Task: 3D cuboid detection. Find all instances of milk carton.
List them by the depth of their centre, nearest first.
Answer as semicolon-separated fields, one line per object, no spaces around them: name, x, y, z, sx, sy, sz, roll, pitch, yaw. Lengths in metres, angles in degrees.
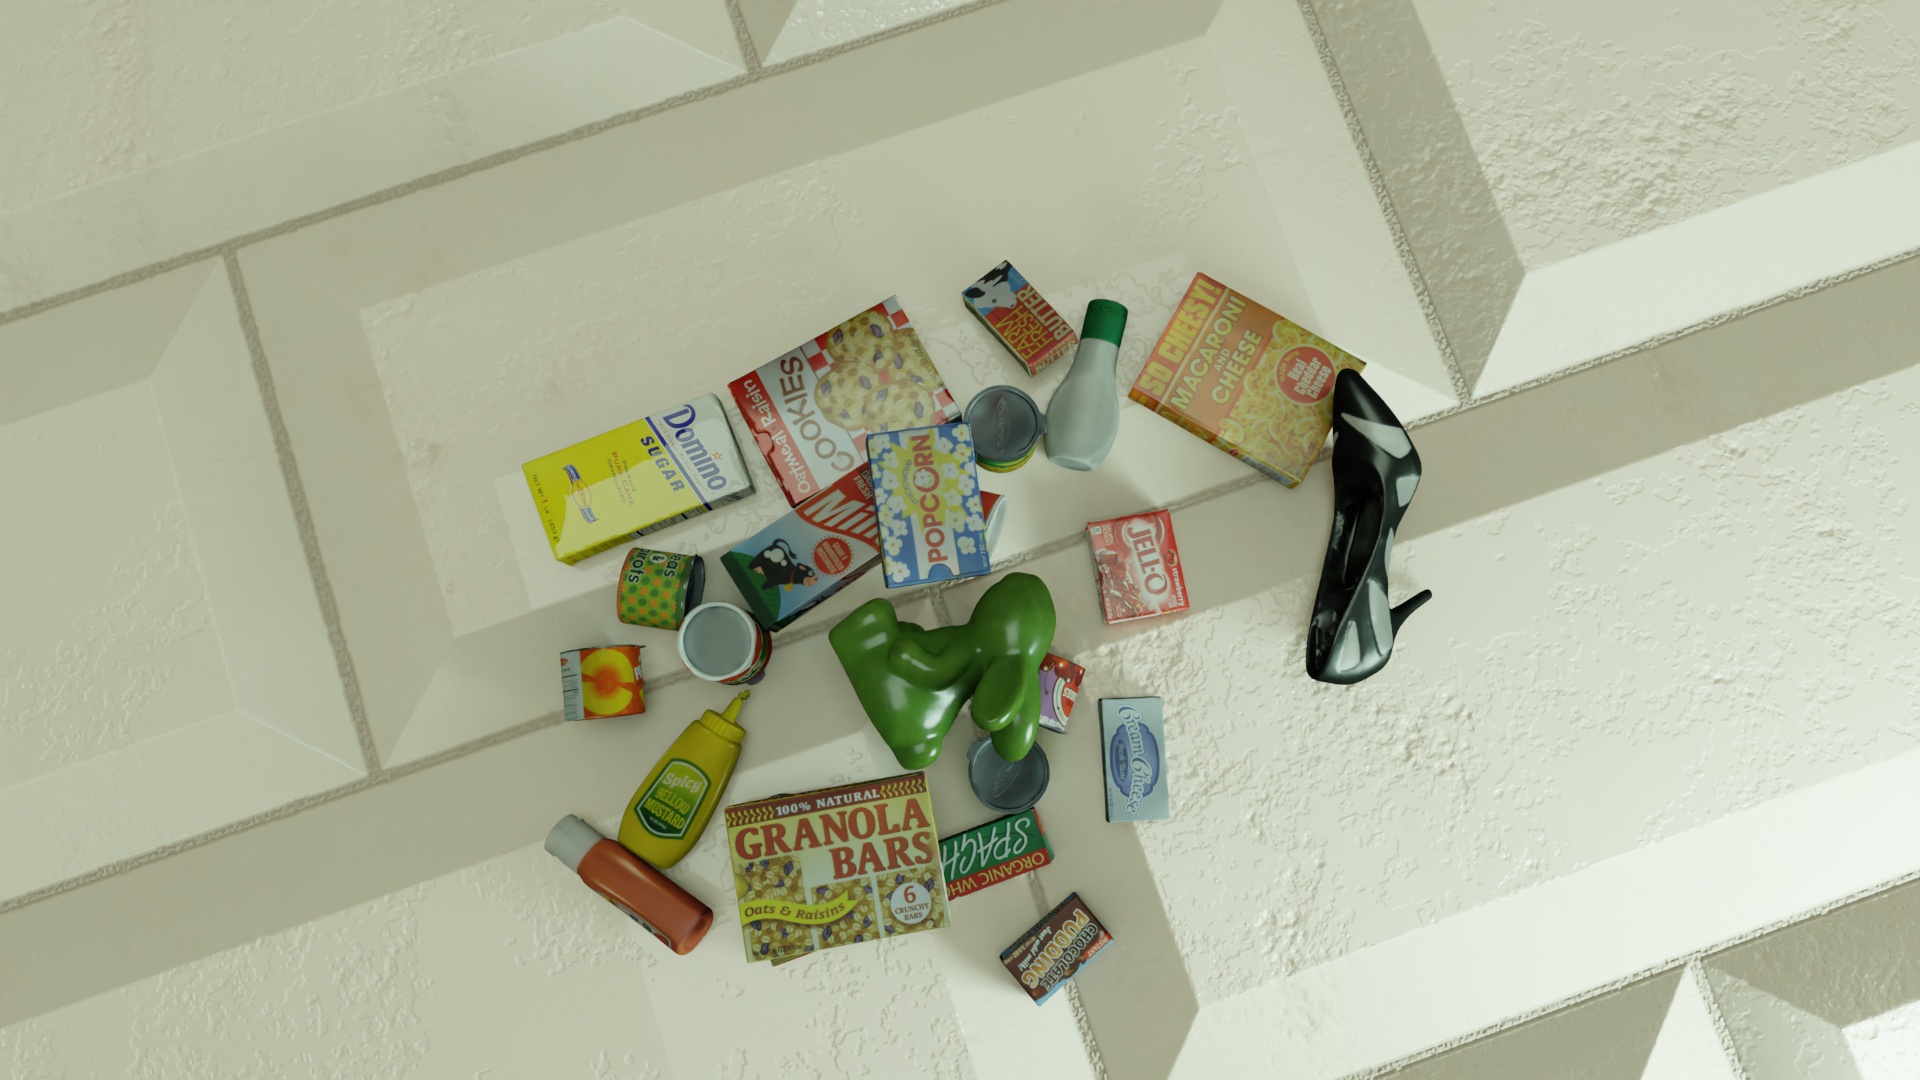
milk carton;-0.101;-0.005;1.176;0.191;0.072;0.073;-33;84;-5

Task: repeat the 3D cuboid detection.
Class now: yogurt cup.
yogurt cup;0.004;-0.015;1.183;0.054;0.072;0.072;19;83;11

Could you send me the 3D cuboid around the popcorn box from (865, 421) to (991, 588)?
popcorn box;-0.027;-0.028;1.124;0.085;0.038;0.126;-8;84;-8

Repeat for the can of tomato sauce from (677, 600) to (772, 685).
can of tomato sauce;-0.195;0.088;1.157;0.071;0.083;0.071;0;82;0

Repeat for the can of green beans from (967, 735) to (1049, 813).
can of green beans;0.040;0.192;1.155;0.071;0.057;0.071;0;82;0

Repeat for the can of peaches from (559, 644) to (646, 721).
can of peaches;-0.297;0.119;1.162;0.071;0.071;0.058;-6;82;-1

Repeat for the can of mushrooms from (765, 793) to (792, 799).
can of mushrooms;-0.151;0.245;1.160;0.071;0.033;0.071;0;83;0

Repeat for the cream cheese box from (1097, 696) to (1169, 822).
cream cheese box;0.147;0.184;1.174;0.053;0.024;0.104;-3;82;-2

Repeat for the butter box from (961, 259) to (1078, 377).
butter box;0.052;-0.194;1.212;0.053;0.024;0.104;-38;64;-4

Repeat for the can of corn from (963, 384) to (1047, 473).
can of corn;0.038;-0.095;1.196;0.071;0.058;0.071;0;82;0

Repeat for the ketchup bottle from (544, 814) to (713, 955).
ketchup bottle;-0.274;0.281;1.142;0.149;0.064;0.044;32;71;13

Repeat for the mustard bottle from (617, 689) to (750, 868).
mustard bottle;-0.222;0.192;1.159;0.065;0.048;0.160;30;83;3

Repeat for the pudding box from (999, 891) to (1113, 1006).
pudding box;0.079;0.338;1.148;0.084;0.030;0.049;-39;85;-5

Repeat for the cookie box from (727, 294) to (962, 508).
cookie box;-0.100;-0.119;1.208;0.167;0.040;0.123;-29;83;-4

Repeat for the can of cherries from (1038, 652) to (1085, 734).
can of cherries;0.067;0.124;1.160;0.071;0.071;0.058;21;82;3

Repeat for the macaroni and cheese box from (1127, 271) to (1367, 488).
macaroni and cheese box;0.248;-0.139;1.212;0.166;0.040;0.124;30;83;4

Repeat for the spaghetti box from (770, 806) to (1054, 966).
spaghetti box;-0.046;0.286;1.156;0.250;0.028;0.050;-20;83;-3

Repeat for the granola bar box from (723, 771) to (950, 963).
granola bar box;-0.099;0.262;1.121;0.166;0.039;0.124;-10;83;-4

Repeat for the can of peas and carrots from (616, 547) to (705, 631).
can of peas and carrots;-0.252;0.040;1.171;0.059;0.071;0.071;8;82;2

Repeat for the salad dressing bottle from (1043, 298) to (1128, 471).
salad dressing bottle;0.113;-0.136;1.211;0.064;0.044;0.148;14;80;4
